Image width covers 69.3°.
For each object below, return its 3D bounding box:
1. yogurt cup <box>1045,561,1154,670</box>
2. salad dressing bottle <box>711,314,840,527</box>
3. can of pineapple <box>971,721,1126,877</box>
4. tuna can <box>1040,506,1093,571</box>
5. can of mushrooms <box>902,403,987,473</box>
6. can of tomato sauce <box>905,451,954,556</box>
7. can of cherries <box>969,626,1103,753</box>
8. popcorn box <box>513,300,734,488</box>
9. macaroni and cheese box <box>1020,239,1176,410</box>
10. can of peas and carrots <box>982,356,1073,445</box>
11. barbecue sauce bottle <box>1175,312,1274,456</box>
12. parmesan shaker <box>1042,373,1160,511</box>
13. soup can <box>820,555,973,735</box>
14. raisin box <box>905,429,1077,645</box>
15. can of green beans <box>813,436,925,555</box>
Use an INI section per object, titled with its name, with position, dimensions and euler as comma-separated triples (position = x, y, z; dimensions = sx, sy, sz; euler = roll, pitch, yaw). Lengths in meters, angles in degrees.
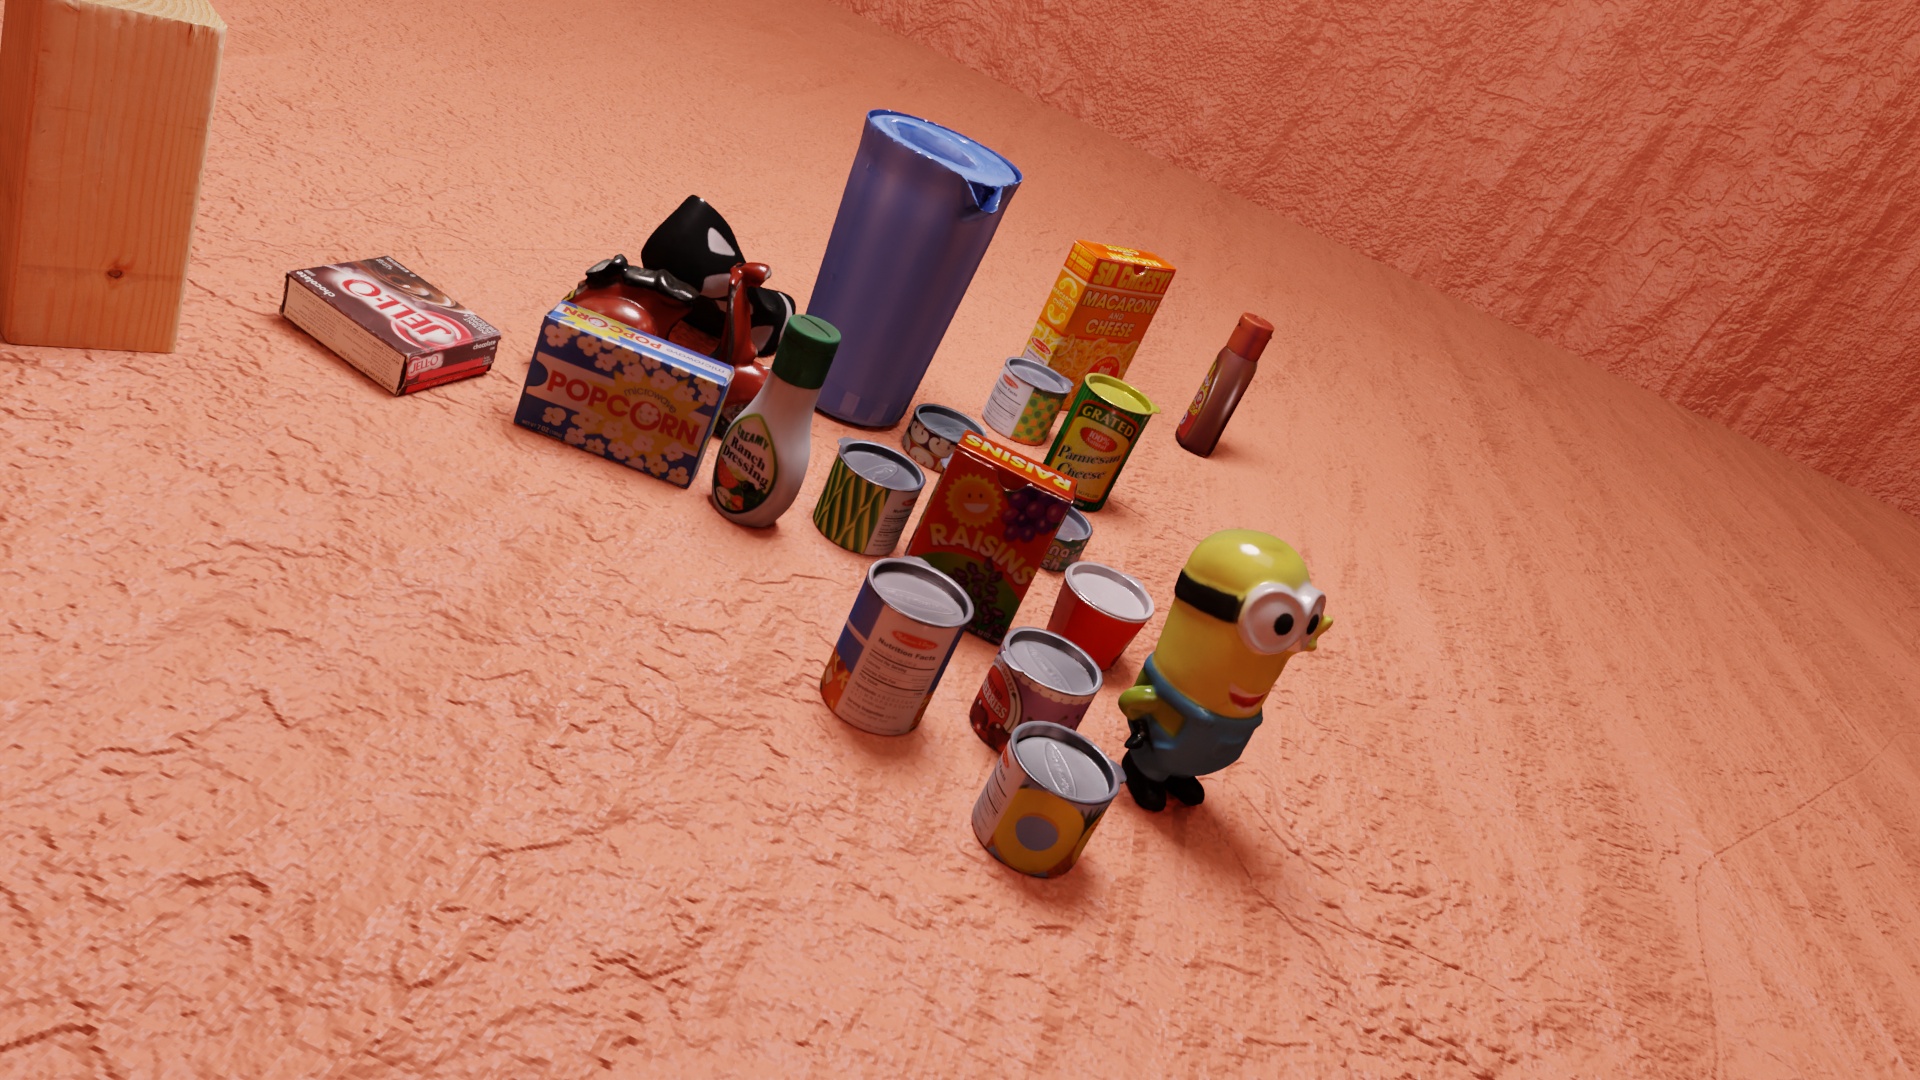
[yogurt cup]
position = 0.095, 0.055, 0.982
dimensions = 0.072, 0.053, 0.073
euler = 20, 26, -10
[salad dressing bottle]
position = -0.123, -0.080, 0.934
dimensions = 0.064, 0.147, 0.044
euler = 38, 28, 25
[can of pineapple]
position = 0.048, 0.144, 0.771
dimensions = 0.071, 0.057, 0.071
euler = 20, 26, -10
[tuna can]
position = 0.069, -0.006, 1.096
dimensions = 0.071, 0.032, 0.071
euler = 20, 26, -10
[can of mushrooms]
position = -0.012, -0.084, 1.168
dimensions = 0.071, 0.033, 0.071
euler = 20, 26, -10
[can of tomato sauce]
position = 0.004, -0.012, 0.993
dimensions = 0.071, 0.082, 0.071
euler = 20, 26, -10
[can of cherries]
position = 0.044, 0.095, 0.857
dimensions = 0.071, 0.058, 0.072
euler = 20, 26, -10
[popcorn box]
position = -0.228, -0.099, 0.947
dimensions = 0.127, 0.084, 0.038
euler = 21, 26, -9
[macaroni and cheese box]
position = 0.130, -0.208, 1.372
dimensions = 0.124, 0.165, 0.040
euler = -3, 38, -45
[can of peas and carrots]
position = 0.063, -0.129, 1.289
dimensions = 0.071, 0.058, 0.071
euler = 20, 26, -10
[barbecue sauce bottle]
position = 0.274, -0.162, 1.434
dimensions = 0.044, 0.147, 0.065
euler = 24, 26, -4
[parmesan shaker]
position = 0.119, -0.083, 1.203
dimensions = 0.071, 0.102, 0.071
euler = 20, 26, -10
[soup can]
position = -0.038, 0.061, 0.819
dimensions = 0.071, 0.083, 0.072
euler = 20, 26, -10
[raisin box]
position = 0.015, -0.001, 0.937
dimensions = 0.086, 0.122, 0.040
euler = 26, 26, 0
[can of green beans]
position = -0.066, -0.031, 0.995
dimensions = 0.071, 0.057, 0.071
euler = 20, 26, -10
